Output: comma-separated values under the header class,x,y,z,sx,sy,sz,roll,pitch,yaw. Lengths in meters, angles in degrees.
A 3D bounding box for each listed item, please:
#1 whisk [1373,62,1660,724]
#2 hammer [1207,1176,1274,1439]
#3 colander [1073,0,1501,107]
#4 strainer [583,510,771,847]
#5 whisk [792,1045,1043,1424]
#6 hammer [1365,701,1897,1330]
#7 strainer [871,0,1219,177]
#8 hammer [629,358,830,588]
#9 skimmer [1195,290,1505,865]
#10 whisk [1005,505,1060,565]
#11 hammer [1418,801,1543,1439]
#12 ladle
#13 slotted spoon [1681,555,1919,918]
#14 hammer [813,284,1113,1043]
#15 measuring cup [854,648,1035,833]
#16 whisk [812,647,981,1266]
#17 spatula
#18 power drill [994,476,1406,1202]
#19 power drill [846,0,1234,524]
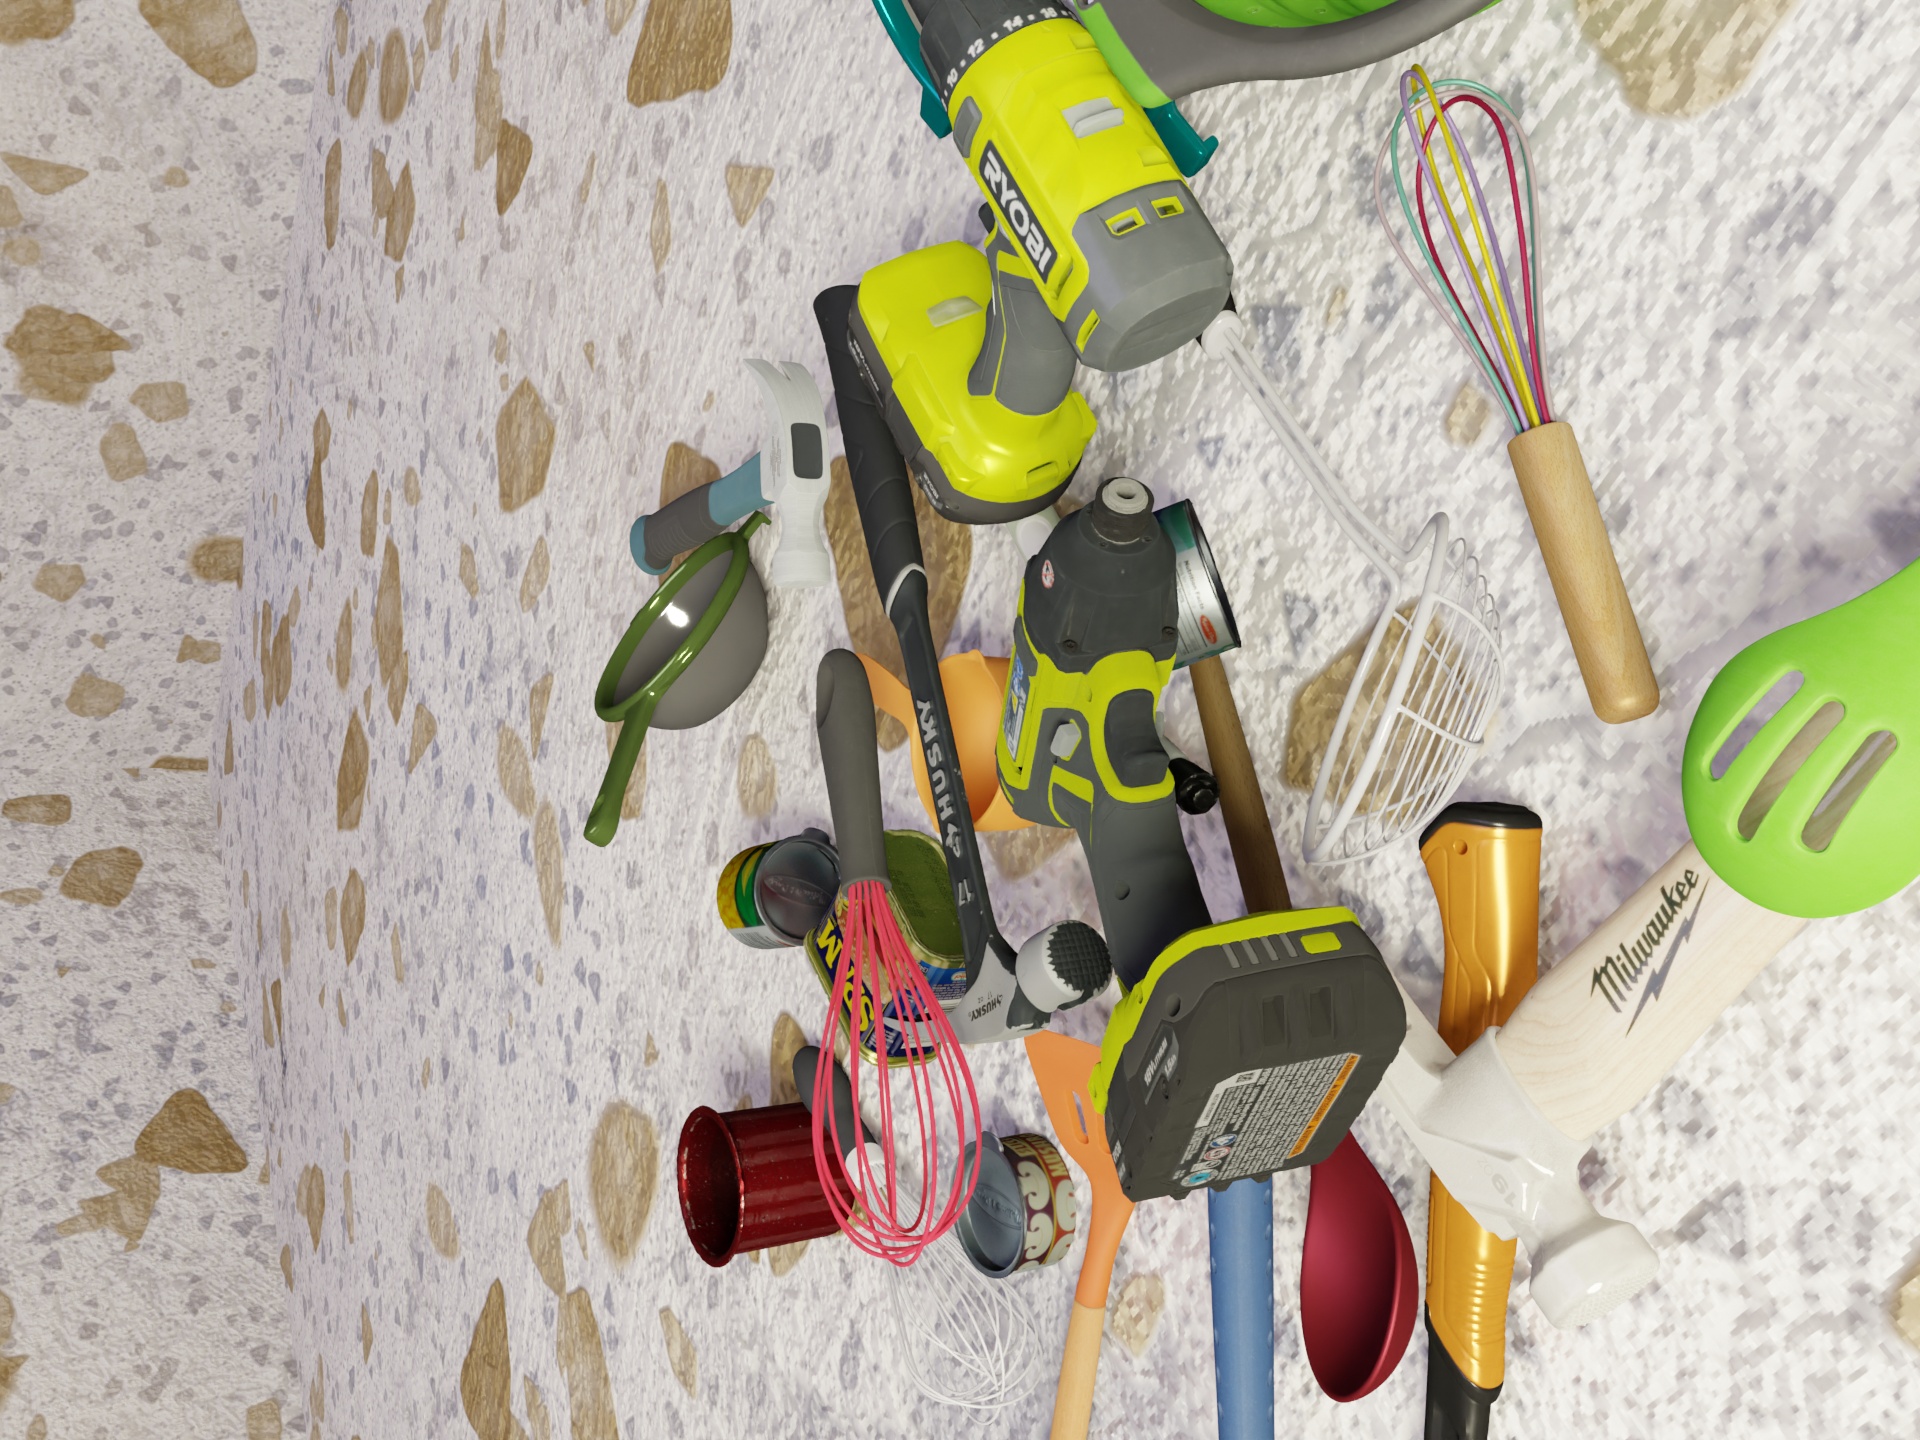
class,x,y,z,sx,sy,sz,roll,pitch,yaw
whisk,0.192,-0.117,0.544,0.047,0.051,0.245,126,133,-71
hammer,0.111,0.313,0.607,0.035,0.144,0.406,-3,78,15
colander,0.208,-0.341,0.490,0.397,0.094,0.205,-33,67,31
strainer,-0.175,-0.009,1.009,0.151,0.069,0.257,-33,32,35
whisk,-0.039,0.265,0.868,0.285,0.070,0.070,45,126,54
hammer,0.248,-0.012,0.422,0.410,0.038,0.146,-58,46,31
strainer,0.028,-0.400,0.648,0.211,0.095,0.340,30,148,45
hammer,-0.146,-0.127,0.954,0.331,0.033,0.128,175,94,-65
skimmer,0.103,-0.110,0.624,0.127,0.090,0.364,101,152,-51
whisk,0.025,-0.119,0.789,0.058,0.059,0.247,-35,61,19
hammer,0.182,0.197,0.552,0.127,0.034,0.337,5,94,57
ladle,0.123,0.094,0.615,0.069,0.031,0.316,121,147,-52
slotted spoon,0.263,-0.084,0.361,0.070,0.031,0.313,48,121,42
hammer,-0.024,-0.042,0.777,0.149,0.036,0.409,-41,55,50
measuring cup,-0.001,-0.003,0.821,0.174,0.052,0.095,35,118,54
whisk,-0.040,0.093,0.714,0.073,0.073,0.296,-46,44,46
spatula,0.052,0.295,0.741,0.081,0.041,0.322,15,105,31
power drill,0.069,0.038,0.566,0.171,0.080,0.223,98,160,-51
power drill,0.015,-0.198,0.664,0.191,0.080,0.228,62,162,11
